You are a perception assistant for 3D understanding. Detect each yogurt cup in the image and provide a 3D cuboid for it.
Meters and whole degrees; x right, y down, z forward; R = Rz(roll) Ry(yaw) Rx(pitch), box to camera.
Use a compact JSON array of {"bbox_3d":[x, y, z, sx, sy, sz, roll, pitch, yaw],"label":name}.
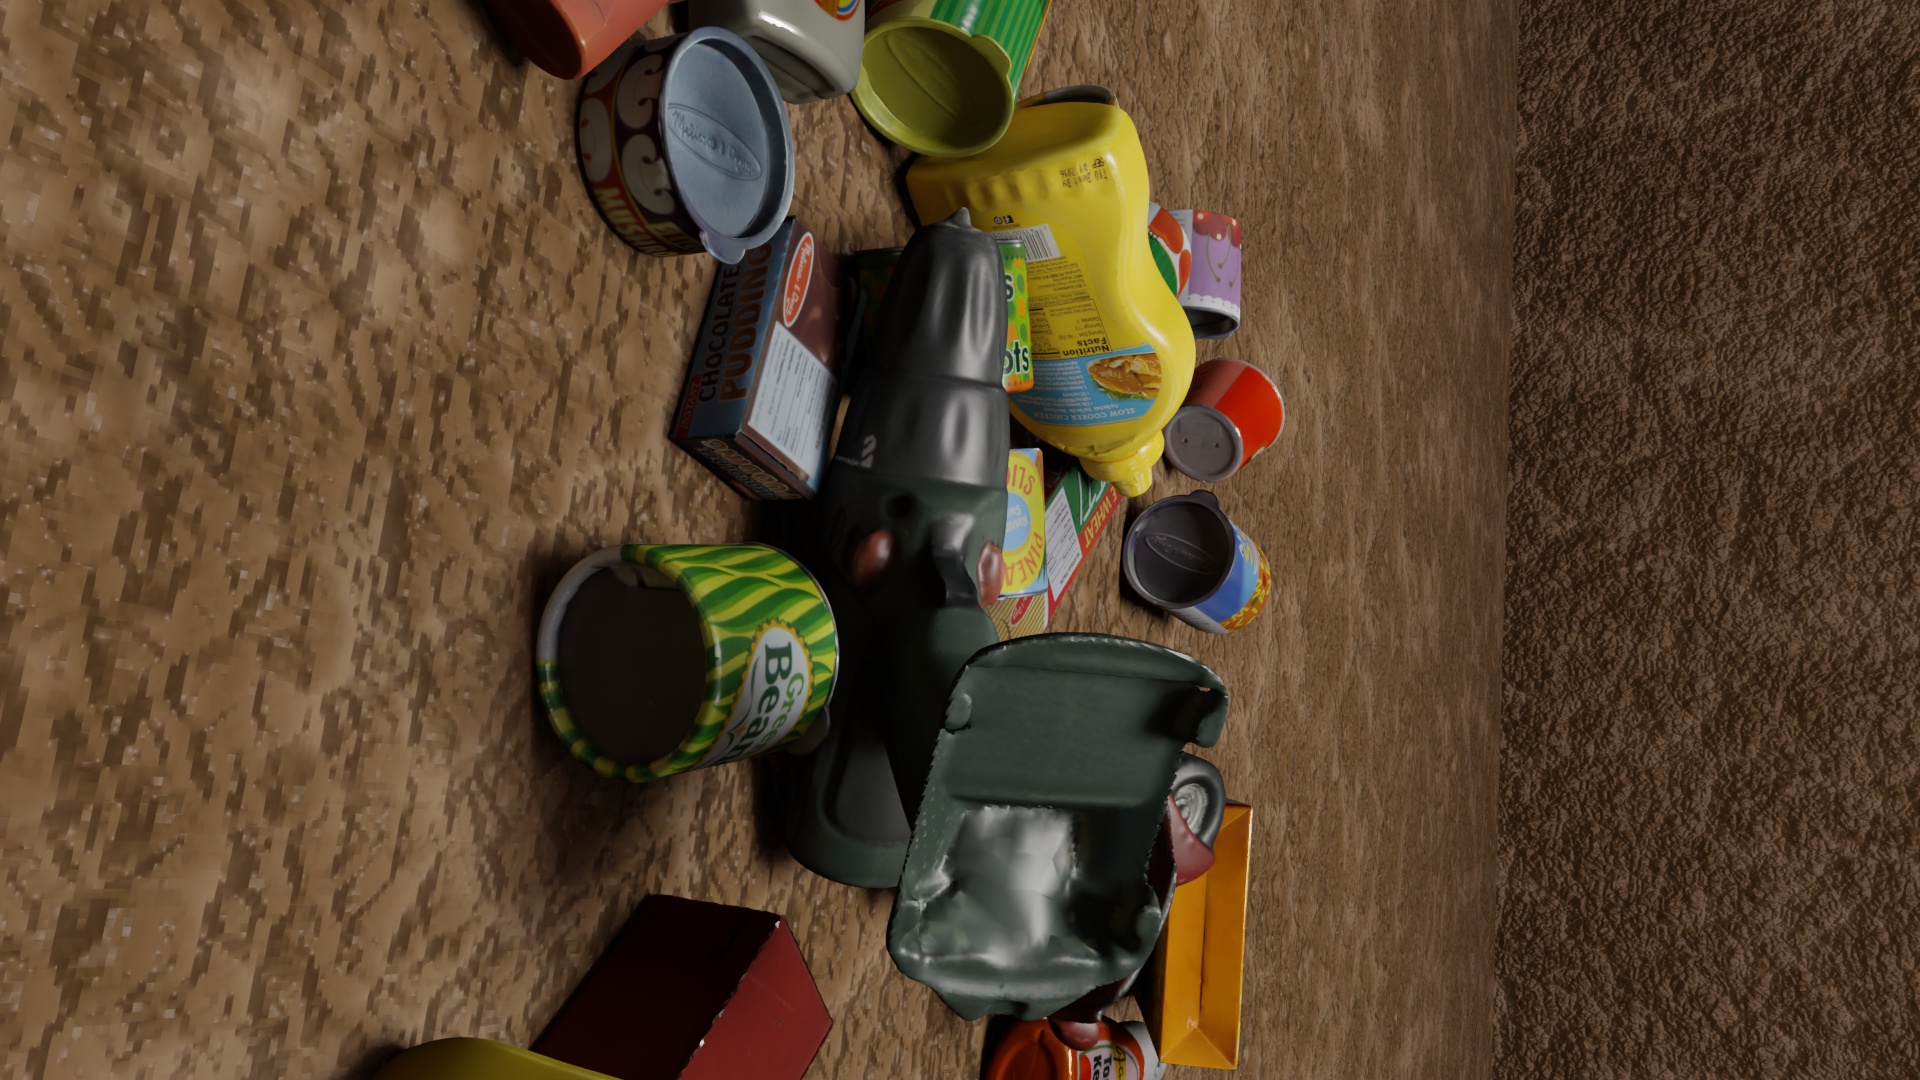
[{"bbox_3d":[0.158,-0.071,0.855,0.054,0.072,0.072,-44,128,-44],"label":"yogurt cup"}]

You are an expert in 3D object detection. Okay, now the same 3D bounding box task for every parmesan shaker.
[{"bbox_3d":[0.003,-0.213,0.551,0.071,0.071,0.103,56,43,-47],"label":"parmesan shaker"}]

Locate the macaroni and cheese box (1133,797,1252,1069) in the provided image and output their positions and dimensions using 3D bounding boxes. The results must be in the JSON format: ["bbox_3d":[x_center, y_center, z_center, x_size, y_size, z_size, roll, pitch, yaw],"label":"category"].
[{"bbox_3d":[0.120,0.196,0.736,0.166,0.040,0.124,69,26,-81],"label":"macaroni and cheese box"}]

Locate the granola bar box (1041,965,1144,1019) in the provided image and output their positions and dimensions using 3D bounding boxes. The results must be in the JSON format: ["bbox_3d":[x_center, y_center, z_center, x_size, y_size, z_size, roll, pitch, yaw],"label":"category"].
[{"bbox_3d":[0.058,0.144,0.689,0.124,0.039,0.165,22,70,-60],"label":"granola bar box"}]

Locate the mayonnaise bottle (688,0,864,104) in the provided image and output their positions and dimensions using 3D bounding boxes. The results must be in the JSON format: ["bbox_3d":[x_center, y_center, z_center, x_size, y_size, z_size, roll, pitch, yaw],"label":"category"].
[{"bbox_3d":[-0.056,-0.229,0.470,0.065,0.041,0.148,16,76,-56],"label":"mayonnaise bottle"}]

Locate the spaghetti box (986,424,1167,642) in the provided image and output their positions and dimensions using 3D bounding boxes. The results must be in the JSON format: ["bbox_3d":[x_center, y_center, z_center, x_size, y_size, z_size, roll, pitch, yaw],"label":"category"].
[{"bbox_3d":[0.053,-0.022,0.691,0.251,0.028,0.050,-54,136,-48],"label":"spaghetti box"}]

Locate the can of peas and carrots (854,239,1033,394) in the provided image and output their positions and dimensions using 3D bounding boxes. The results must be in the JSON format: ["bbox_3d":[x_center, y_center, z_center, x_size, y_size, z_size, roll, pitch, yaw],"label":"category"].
[{"bbox_3d":[-0.005,-0.085,0.537,0.071,0.071,0.058,-22,110,-60],"label":"can of peas and carrots"}]

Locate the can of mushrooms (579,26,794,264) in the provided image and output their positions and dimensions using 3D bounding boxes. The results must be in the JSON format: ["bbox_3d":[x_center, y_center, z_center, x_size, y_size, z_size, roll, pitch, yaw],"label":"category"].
[{"bbox_3d":[-0.083,-0.119,0.428,0.071,0.033,0.071,0,90,-63],"label":"can of mushrooms"}]

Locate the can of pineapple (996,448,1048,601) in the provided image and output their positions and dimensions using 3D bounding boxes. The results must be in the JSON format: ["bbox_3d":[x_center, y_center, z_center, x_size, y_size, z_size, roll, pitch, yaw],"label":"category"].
[{"bbox_3d":[0.002,-0.007,0.551,0.071,0.071,0.058,-8,97,-62],"label":"can of pineapple"}]

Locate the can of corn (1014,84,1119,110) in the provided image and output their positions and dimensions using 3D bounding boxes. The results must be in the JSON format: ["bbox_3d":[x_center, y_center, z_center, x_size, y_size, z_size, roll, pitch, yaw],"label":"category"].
[{"bbox_3d":[0.046,-0.167,0.639,0.071,0.071,0.058,-61,140,-42],"label":"can of corn"}]

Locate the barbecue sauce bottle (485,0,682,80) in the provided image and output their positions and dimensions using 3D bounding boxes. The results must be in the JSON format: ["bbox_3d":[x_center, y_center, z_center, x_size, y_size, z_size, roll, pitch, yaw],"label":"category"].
[{"bbox_3d":[-0.073,-0.191,0.400,0.149,0.043,0.064,-52,127,-24],"label":"barbecue sauce bottle"}]

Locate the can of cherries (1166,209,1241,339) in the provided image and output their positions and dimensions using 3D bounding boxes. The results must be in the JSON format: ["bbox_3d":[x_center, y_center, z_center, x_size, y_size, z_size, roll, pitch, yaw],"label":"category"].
[{"bbox_3d":[0.128,-0.150,0.791,0.071,0.071,0.058,16,75,-61],"label":"can of cherries"}]

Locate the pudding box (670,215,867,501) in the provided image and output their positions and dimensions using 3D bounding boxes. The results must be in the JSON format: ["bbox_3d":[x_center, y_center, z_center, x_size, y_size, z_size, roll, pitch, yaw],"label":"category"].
[{"bbox_3d":[-0.063,-0.061,0.471,0.049,0.030,0.084,42,54,-53],"label":"pudding box"}]

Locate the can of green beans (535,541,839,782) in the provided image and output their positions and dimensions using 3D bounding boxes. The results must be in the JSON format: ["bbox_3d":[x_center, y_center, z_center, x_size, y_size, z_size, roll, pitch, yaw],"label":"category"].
[{"bbox_3d":[-0.078,0.033,0.401,0.058,0.071,0.071,0,90,-62],"label":"can of green beans"}]

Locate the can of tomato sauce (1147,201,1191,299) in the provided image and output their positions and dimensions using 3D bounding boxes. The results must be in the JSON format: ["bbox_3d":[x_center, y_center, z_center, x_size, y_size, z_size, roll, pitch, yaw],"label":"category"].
[{"bbox_3d":[0.074,-0.122,0.690,0.083,0.071,0.071,-58,139,-46],"label":"can of tomato sauce"}]

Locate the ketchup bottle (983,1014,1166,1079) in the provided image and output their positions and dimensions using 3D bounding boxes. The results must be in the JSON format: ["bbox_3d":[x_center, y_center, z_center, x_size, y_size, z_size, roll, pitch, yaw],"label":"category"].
[{"bbox_3d":[0.062,0.264,0.690,0.149,0.043,0.065,25,80,-60],"label":"ketchup bottle"}]

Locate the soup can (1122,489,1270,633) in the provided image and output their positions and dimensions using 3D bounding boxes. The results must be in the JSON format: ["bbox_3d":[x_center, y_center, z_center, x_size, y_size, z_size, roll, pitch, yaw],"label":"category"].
[{"bbox_3d":[0.142,0.013,0.816,0.083,0.071,0.071,28,65,-60],"label":"soup can"}]

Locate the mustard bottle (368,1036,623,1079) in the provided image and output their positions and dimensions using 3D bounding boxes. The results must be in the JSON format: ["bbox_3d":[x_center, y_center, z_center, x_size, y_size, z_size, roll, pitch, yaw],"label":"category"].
[{"bbox_3d":[-0.073,0.156,0.312,0.049,0.160,0.065,-51,133,-48],"label":"mustard bottle"}]
